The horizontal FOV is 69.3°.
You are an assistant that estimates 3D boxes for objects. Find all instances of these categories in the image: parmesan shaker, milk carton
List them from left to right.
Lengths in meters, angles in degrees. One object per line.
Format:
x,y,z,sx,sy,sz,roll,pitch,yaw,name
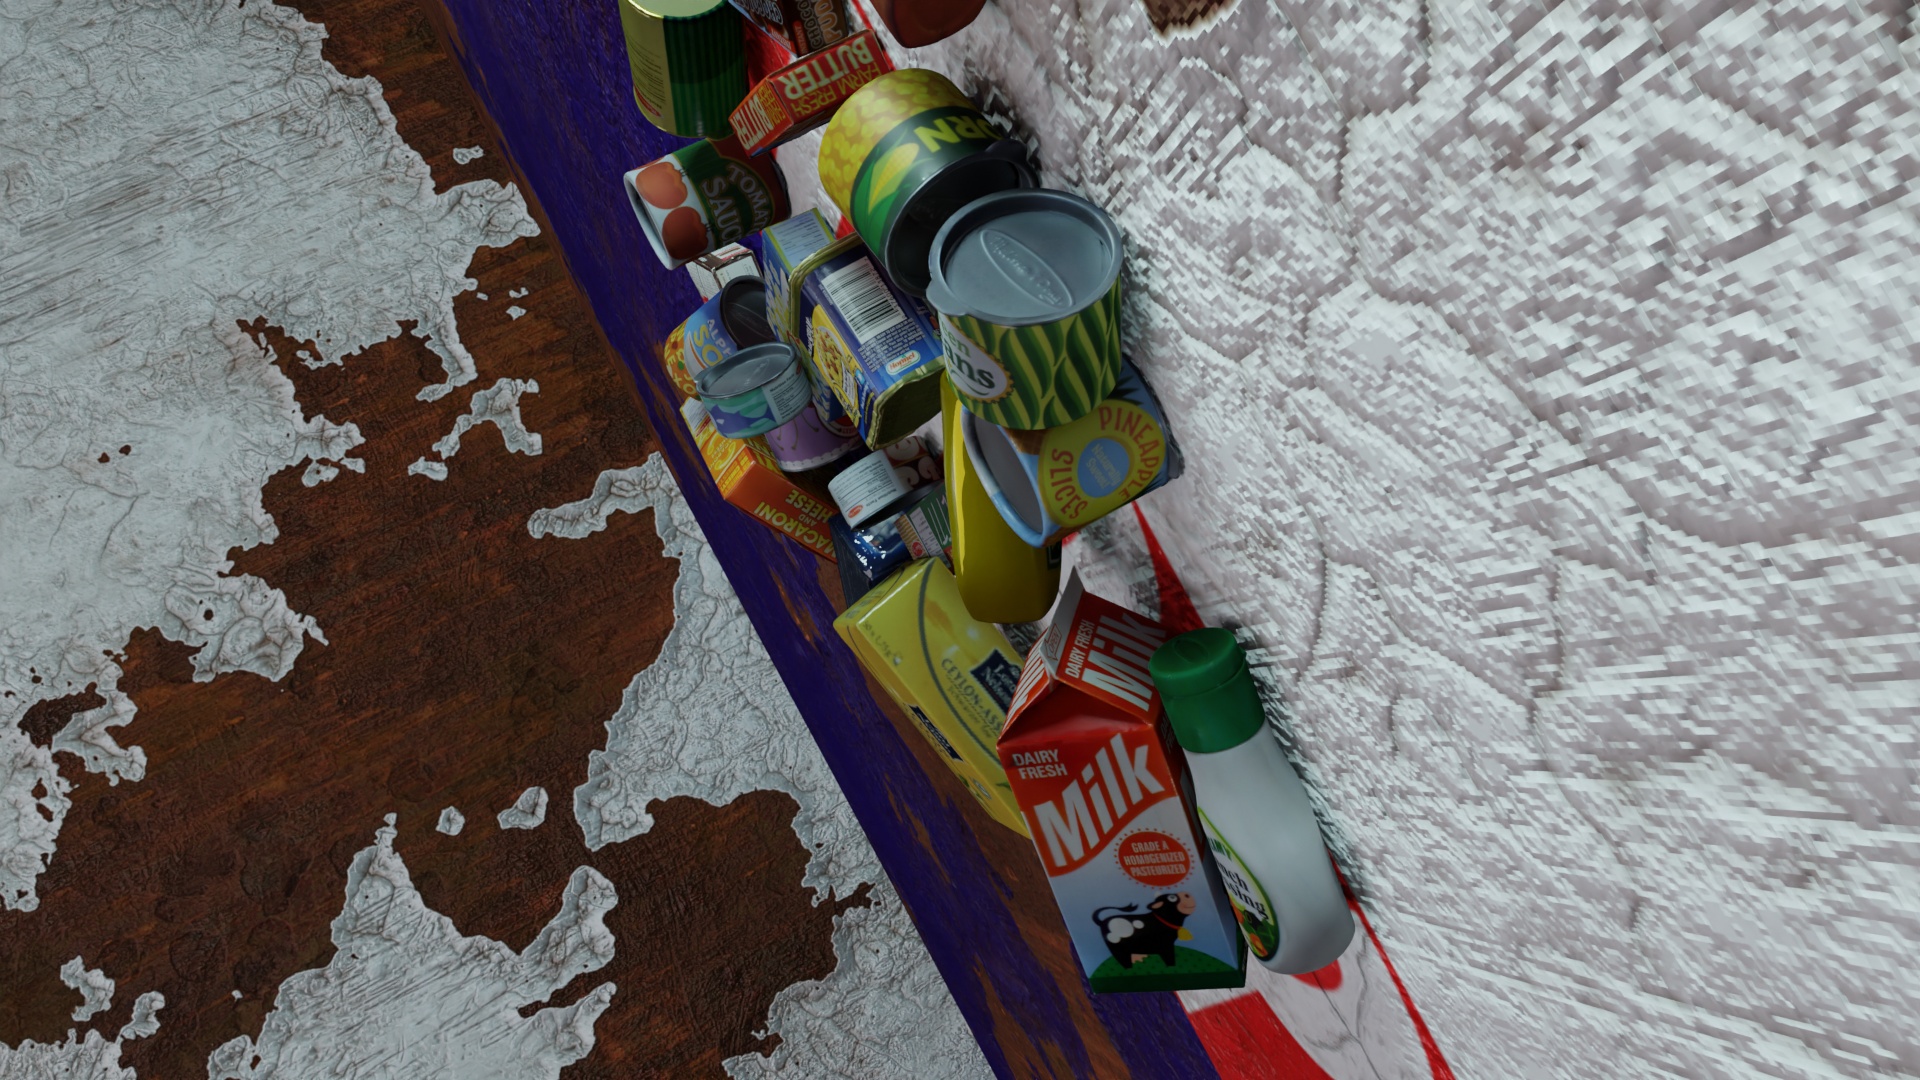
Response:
-0.147,-0.274,0.755,0.071,0.071,0.102,59,165,11,parmesan shaker
0.072,0.108,0.621,0.073,0.073,0.189,-62,-43,-57,milk carton

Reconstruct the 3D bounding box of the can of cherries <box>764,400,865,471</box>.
-0.106,-0.090,0.971,0.071,0.071,0.058,36,150,61,can of cherries

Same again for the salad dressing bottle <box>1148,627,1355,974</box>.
0.118,0.106,0.568,0.147,0.044,0.064,67,173,-18,salad dressing bottle

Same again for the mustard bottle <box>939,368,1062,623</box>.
0.018,-0.041,0.613,0.066,0.049,0.159,-75,-18,-57,mustard bottle

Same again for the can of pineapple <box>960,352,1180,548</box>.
0.041,-0.037,0.539,0.071,0.058,0.070,56,165,24,can of pineapple

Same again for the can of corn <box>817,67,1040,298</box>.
-0.012,-0.137,0.526,0.058,0.071,0.070,54,164,29,can of corn

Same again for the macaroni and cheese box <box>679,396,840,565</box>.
-0.140,-0.052,1.062,0.123,0.040,0.167,32,-168,-33,macaroni and cheese box

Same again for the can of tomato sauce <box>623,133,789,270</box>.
-0.158,-0.215,0.871,0.071,0.083,0.071,56,166,23,can of tomato sauce

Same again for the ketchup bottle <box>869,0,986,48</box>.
-0.041,-0.242,0.470,0.149,0.043,0.064,59,165,14,ketchup bottle

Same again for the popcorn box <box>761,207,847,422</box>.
-0.086,-0.136,0.859,0.085,0.038,0.126,60,167,11,popcorn box

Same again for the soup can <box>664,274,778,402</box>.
-0.166,-0.141,1.000,0.083,0.072,0.071,-27,91,45,soup can

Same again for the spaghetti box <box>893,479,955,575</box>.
0.003,-0.010,0.797,0.050,0.029,0.249,61,167,0,spaghetti box

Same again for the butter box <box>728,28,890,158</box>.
-0.071,-0.203,0.637,0.024,0.053,0.103,64,167,-14,butter box

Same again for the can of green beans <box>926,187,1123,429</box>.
0.025,-0.082,0.495,0.071,0.071,0.057,53,164,32,can of green beans

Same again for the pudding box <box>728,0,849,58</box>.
-0.084,-0.257,0.626,0.084,0.030,0.049,50,163,41,pudding box

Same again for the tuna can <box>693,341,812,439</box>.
-0.130,-0.093,0.865,0.071,0.071,0.032,41,156,56,tuna can

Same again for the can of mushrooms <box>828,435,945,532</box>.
-0.044,-0.035,0.847,0.033,0.071,0.071,61,166,4,can of mushrooms
